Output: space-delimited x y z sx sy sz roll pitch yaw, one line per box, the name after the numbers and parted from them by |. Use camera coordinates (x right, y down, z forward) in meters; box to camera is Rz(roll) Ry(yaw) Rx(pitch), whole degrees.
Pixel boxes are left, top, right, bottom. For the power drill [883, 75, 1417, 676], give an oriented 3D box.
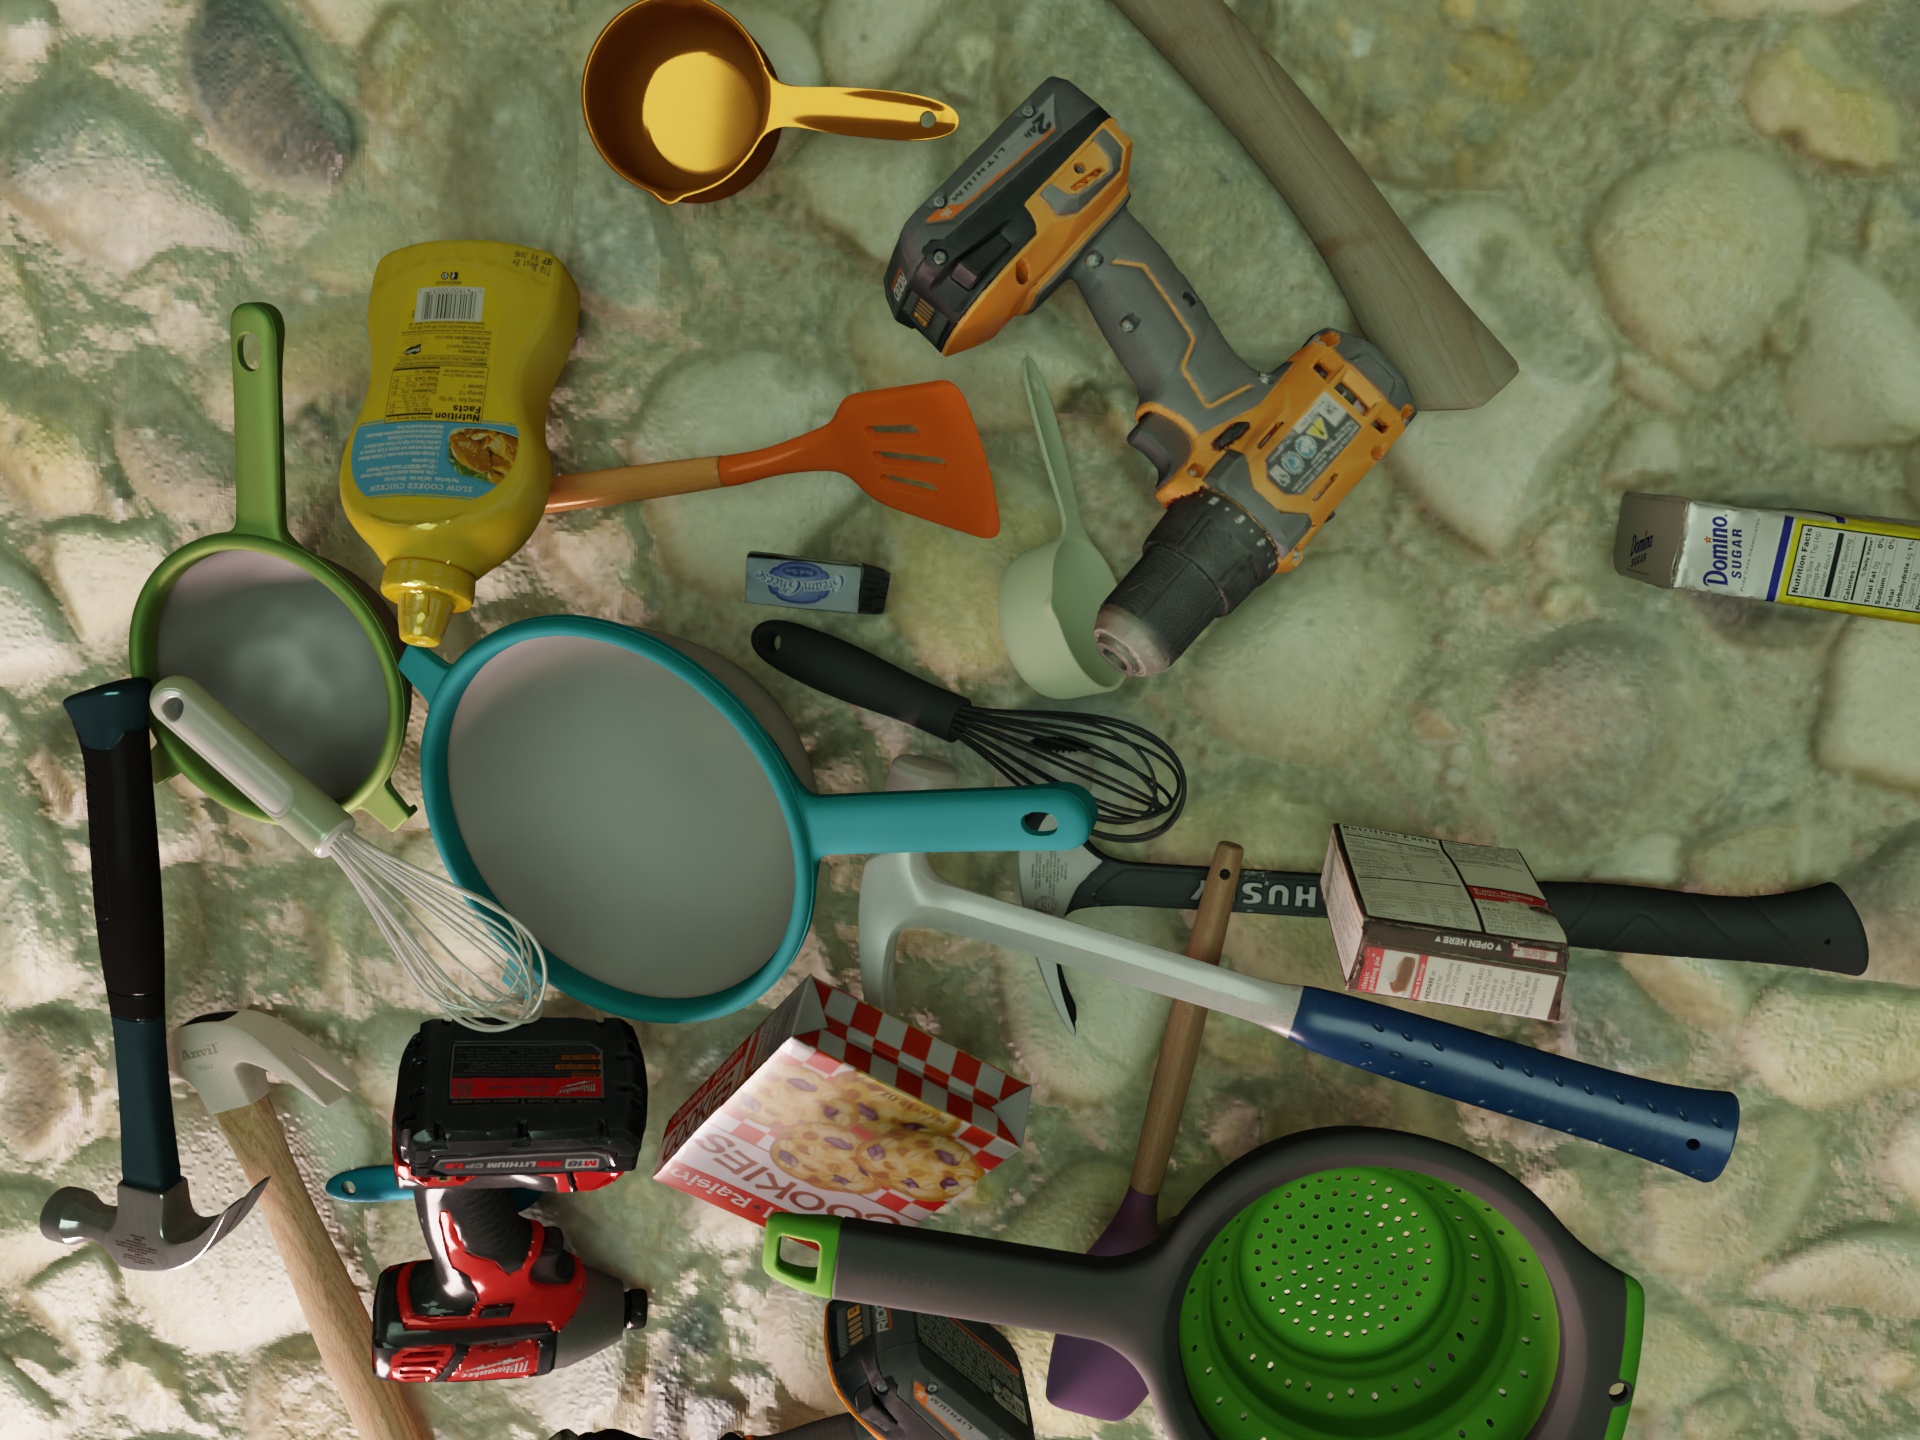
0.069 -0.147 0.710 0.226 0.084 0.185 42 78 -4 | power drill

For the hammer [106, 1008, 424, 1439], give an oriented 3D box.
-0.353 0.314 0.885 0.130 0.031 0.331 -16 100 18 | hammer

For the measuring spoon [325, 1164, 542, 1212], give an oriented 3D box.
-0.294 0.258 0.877 0.128 0.021 0.042 -6 100 8 | measuring spoon

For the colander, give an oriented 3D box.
0.107 0.265 0.762 0.397 0.094 0.204 8 99 4 | colander

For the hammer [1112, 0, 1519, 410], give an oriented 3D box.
0.119 -0.312 0.721 0.146 0.038 0.410 -40 94 10 | hammer

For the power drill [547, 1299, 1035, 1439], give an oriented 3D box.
-0.095 0.376 0.826 0.226 0.084 0.164 -35 118 12 | power drill

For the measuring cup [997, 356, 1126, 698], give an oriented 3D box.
0.038 -0.091 0.763 0.038 0.083 0.168 -17 80 30 | measuring cup

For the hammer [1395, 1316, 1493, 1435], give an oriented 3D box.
0.294 0.465 0.843 0.146 0.035 0.334 -20 97 9 | hammer

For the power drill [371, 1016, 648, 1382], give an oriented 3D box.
-0.223 0.255 0.812 0.143 0.079 0.219 4 124 -17 | power drill

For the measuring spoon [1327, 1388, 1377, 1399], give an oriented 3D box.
0.190 0.390 0.854 0.034 0.018 0.124 22 109 2 | measuring spoon

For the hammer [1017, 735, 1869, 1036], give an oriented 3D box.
0.231 0.095 0.783 0.409 0.036 0.149 4 102 5 | hammer

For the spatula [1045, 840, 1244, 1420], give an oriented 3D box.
0.100 0.210 0.793 0.060 0.018 0.316 12 102 4 | spatula

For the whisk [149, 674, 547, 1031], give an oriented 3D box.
-0.294 0.062 0.763 0.246 0.059 0.058 40 101 3 | whisk

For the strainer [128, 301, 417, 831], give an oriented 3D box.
-0.328 -0.077 0.787 0.151 0.069 0.256 10 109 10 | strainer

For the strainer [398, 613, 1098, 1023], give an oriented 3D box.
-0.090 0.032 0.751 0.340 0.095 0.211 -3 112 23 | strainer

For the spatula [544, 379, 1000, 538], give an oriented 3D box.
-0.138 -0.112 0.762 0.322 0.041 0.081 -5 128 17 | spatula

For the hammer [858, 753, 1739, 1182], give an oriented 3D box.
0.144 0.138 0.741 0.405 0.035 0.144 16 101 10 | hammer

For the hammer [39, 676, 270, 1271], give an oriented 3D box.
-0.426 0.137 0.819 0.128 0.033 0.331 9 107 14 | hammer

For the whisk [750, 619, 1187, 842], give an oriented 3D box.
-0.001 -0.003 0.760 0.239 0.055 0.055 22 103 21 | whisk

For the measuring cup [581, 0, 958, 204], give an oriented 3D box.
-0.085 -0.283 0.741 0.173 0.052 0.095 6 101 3 | measuring cup
